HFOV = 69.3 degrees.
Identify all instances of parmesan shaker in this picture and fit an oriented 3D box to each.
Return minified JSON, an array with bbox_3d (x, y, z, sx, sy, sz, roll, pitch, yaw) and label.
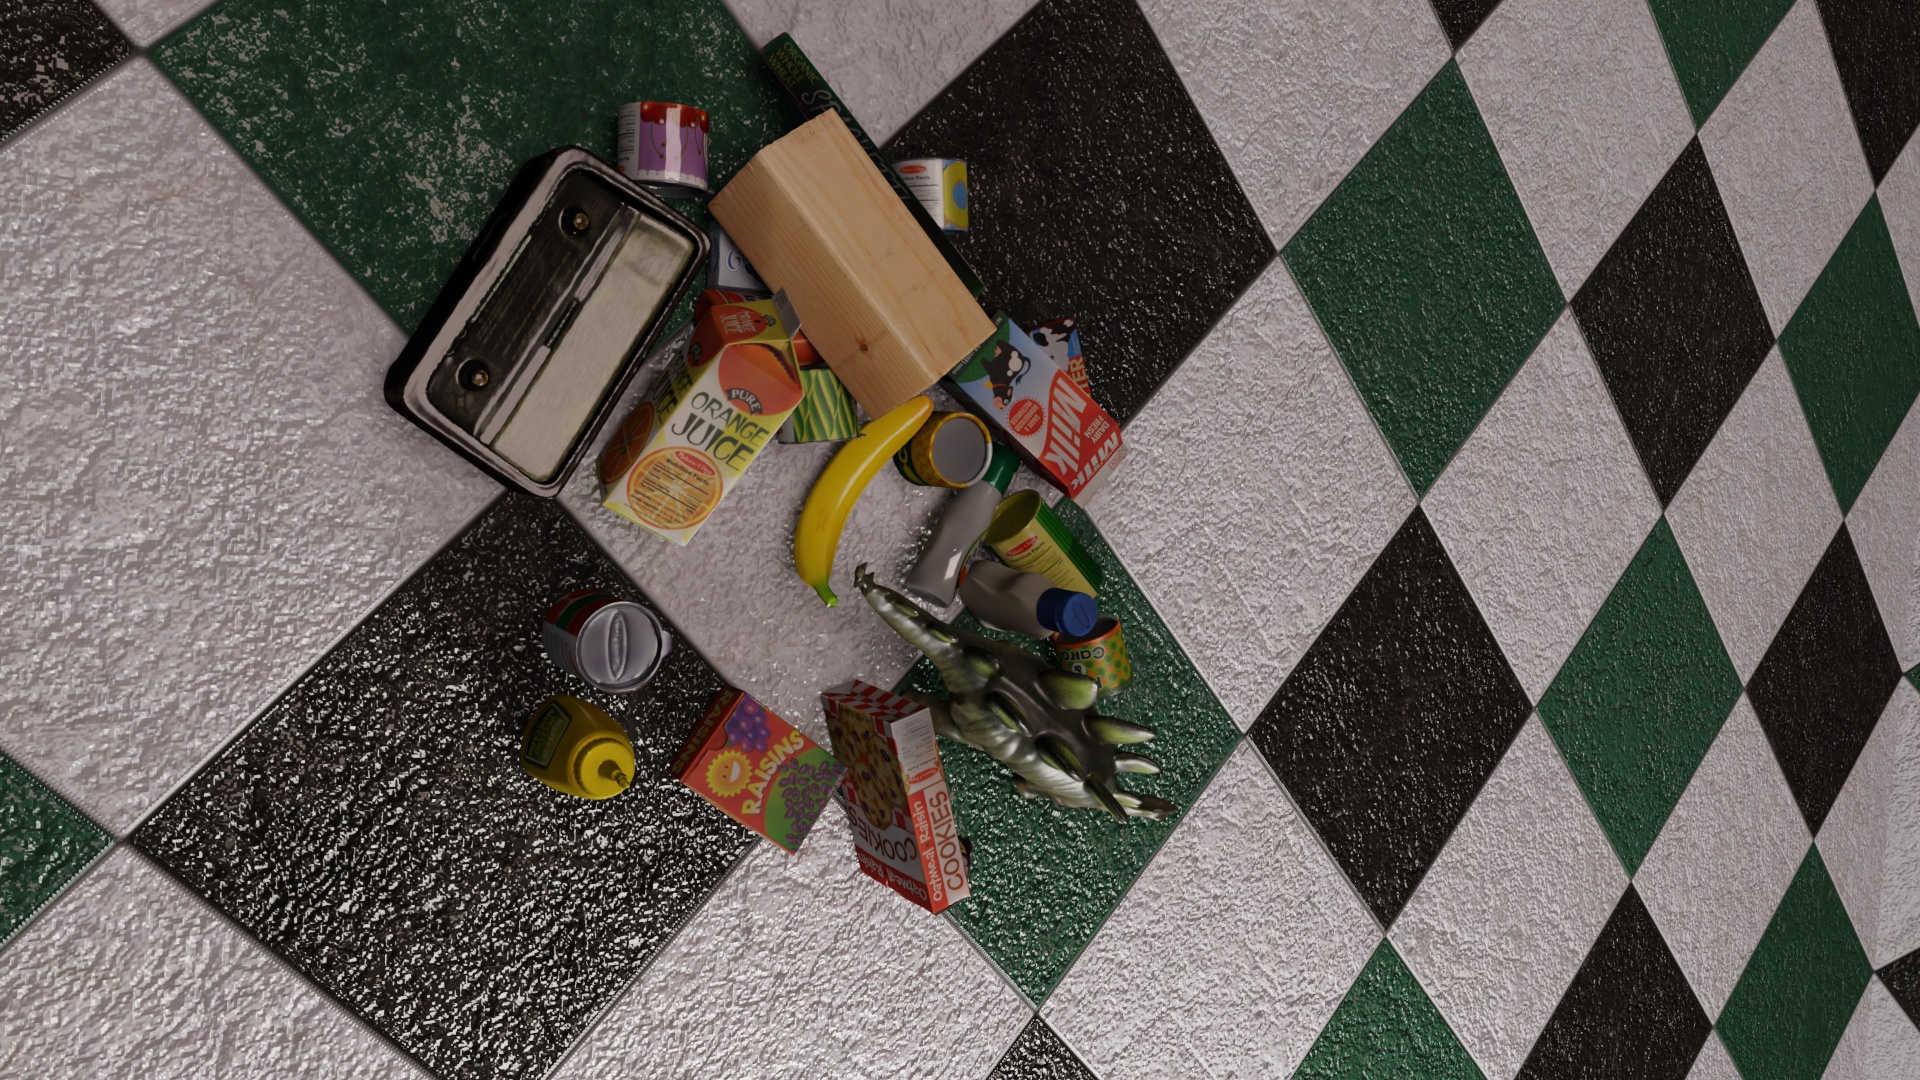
[{"bbox_3d":[0.071,0.014,1.243,0.071,0.071,0.103,-52,120,-18],"label":"parmesan shaker"}]

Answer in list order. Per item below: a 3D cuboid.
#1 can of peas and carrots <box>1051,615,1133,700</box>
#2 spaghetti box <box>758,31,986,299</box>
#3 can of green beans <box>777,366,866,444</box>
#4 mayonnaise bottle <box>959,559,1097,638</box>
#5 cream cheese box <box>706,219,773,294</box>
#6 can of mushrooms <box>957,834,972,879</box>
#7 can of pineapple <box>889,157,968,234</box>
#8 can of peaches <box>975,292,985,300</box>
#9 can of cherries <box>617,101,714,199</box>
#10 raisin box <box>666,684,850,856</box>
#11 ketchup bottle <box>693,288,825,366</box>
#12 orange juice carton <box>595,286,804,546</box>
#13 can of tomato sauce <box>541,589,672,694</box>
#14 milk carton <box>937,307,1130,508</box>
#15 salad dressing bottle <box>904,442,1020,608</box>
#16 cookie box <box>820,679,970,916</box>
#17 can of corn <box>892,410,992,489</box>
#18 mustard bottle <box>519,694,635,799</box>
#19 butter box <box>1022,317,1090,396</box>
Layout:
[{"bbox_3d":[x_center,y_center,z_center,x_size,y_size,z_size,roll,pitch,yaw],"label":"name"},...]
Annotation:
[{"bbox_3d":[0.120,0.109,1.281,0.071,0.071,0.058,-23,106,-30],"label":"can of peas and carrots"},{"bbox_3d":[-0.067,-0.286,1.085,0.028,0.050,0.250,-38,98,6],"label":"spaghetti box"},{"bbox_3d":[-0.115,-0.108,1.106,0.071,0.071,0.057,-9,99,-33],"label":"can of green beans"},{"bbox_3d":[0.058,0.054,1.186,0.041,0.148,0.064,-41,115,-24],"label":"mayonnaise bottle"},{"bbox_3d":[-0.148,-0.221,1.097,0.104,0.024,0.053,-1,94,-34],"label":"cream cheese box"},{"bbox_3d":[-0.023,0.281,1.202,0.033,0.071,0.071,26,80,-31],"label":"can of mushrooms"},{"bbox_3d":[-0.026,-0.283,1.148,0.071,0.071,0.057,-7,100,-33],"label":"can of pineapple"},{"bbox_3d":[-0.024,-0.197,1.155,0.071,0.071,0.058,39,75,-30],"label":"can of peaches"},{"bbox_3d":[-0.216,-0.286,1.021,0.071,0.071,0.058,0,94,-34],"label":"can of cherries"},{"bbox_3d":[-0.162,0.185,1.119,0.123,0.040,0.086,42,73,-28],"label":"raisin box"},{"bbox_3d":[-0.132,-0.163,1.094,0.149,0.065,0.043,-1,136,-37],"label":"ketchup bottle"},{"bbox_3d":[-0.180,-0.097,1.012,0.073,0.072,0.192,32,106,-32],"label":"orange juice carton"},{"bbox_3d":[-0.260,0.072,1.016,0.071,0.083,0.071,-4,97,-33],"label":"can of tomato sauce"},{"bbox_3d":[0.064,-0.112,1.199,0.190,0.073,0.072,42,85,-22],"label":"milk carton"},{"bbox_3d":[0.004,-0.015,1.197,0.044,0.064,0.148,27,74,3],"label":"salad dressing bottle"},{"bbox_3d":[-0.056,0.209,1.141,0.040,0.123,0.167,-19,105,-30],"label":"cookie box"},{"bbox_3d":[-0.017,-0.078,1.177,0.071,0.058,0.071,-4,97,-34],"label":"can of corn"},{"bbox_3d":[-0.263,0.149,0.975,0.049,0.160,0.065,30,77,-31],"label":"mustard bottle"},{"bbox_3d":[0.088,-0.146,1.261,0.053,0.024,0.103,-22,106,-29],"label":"butter box"}]
